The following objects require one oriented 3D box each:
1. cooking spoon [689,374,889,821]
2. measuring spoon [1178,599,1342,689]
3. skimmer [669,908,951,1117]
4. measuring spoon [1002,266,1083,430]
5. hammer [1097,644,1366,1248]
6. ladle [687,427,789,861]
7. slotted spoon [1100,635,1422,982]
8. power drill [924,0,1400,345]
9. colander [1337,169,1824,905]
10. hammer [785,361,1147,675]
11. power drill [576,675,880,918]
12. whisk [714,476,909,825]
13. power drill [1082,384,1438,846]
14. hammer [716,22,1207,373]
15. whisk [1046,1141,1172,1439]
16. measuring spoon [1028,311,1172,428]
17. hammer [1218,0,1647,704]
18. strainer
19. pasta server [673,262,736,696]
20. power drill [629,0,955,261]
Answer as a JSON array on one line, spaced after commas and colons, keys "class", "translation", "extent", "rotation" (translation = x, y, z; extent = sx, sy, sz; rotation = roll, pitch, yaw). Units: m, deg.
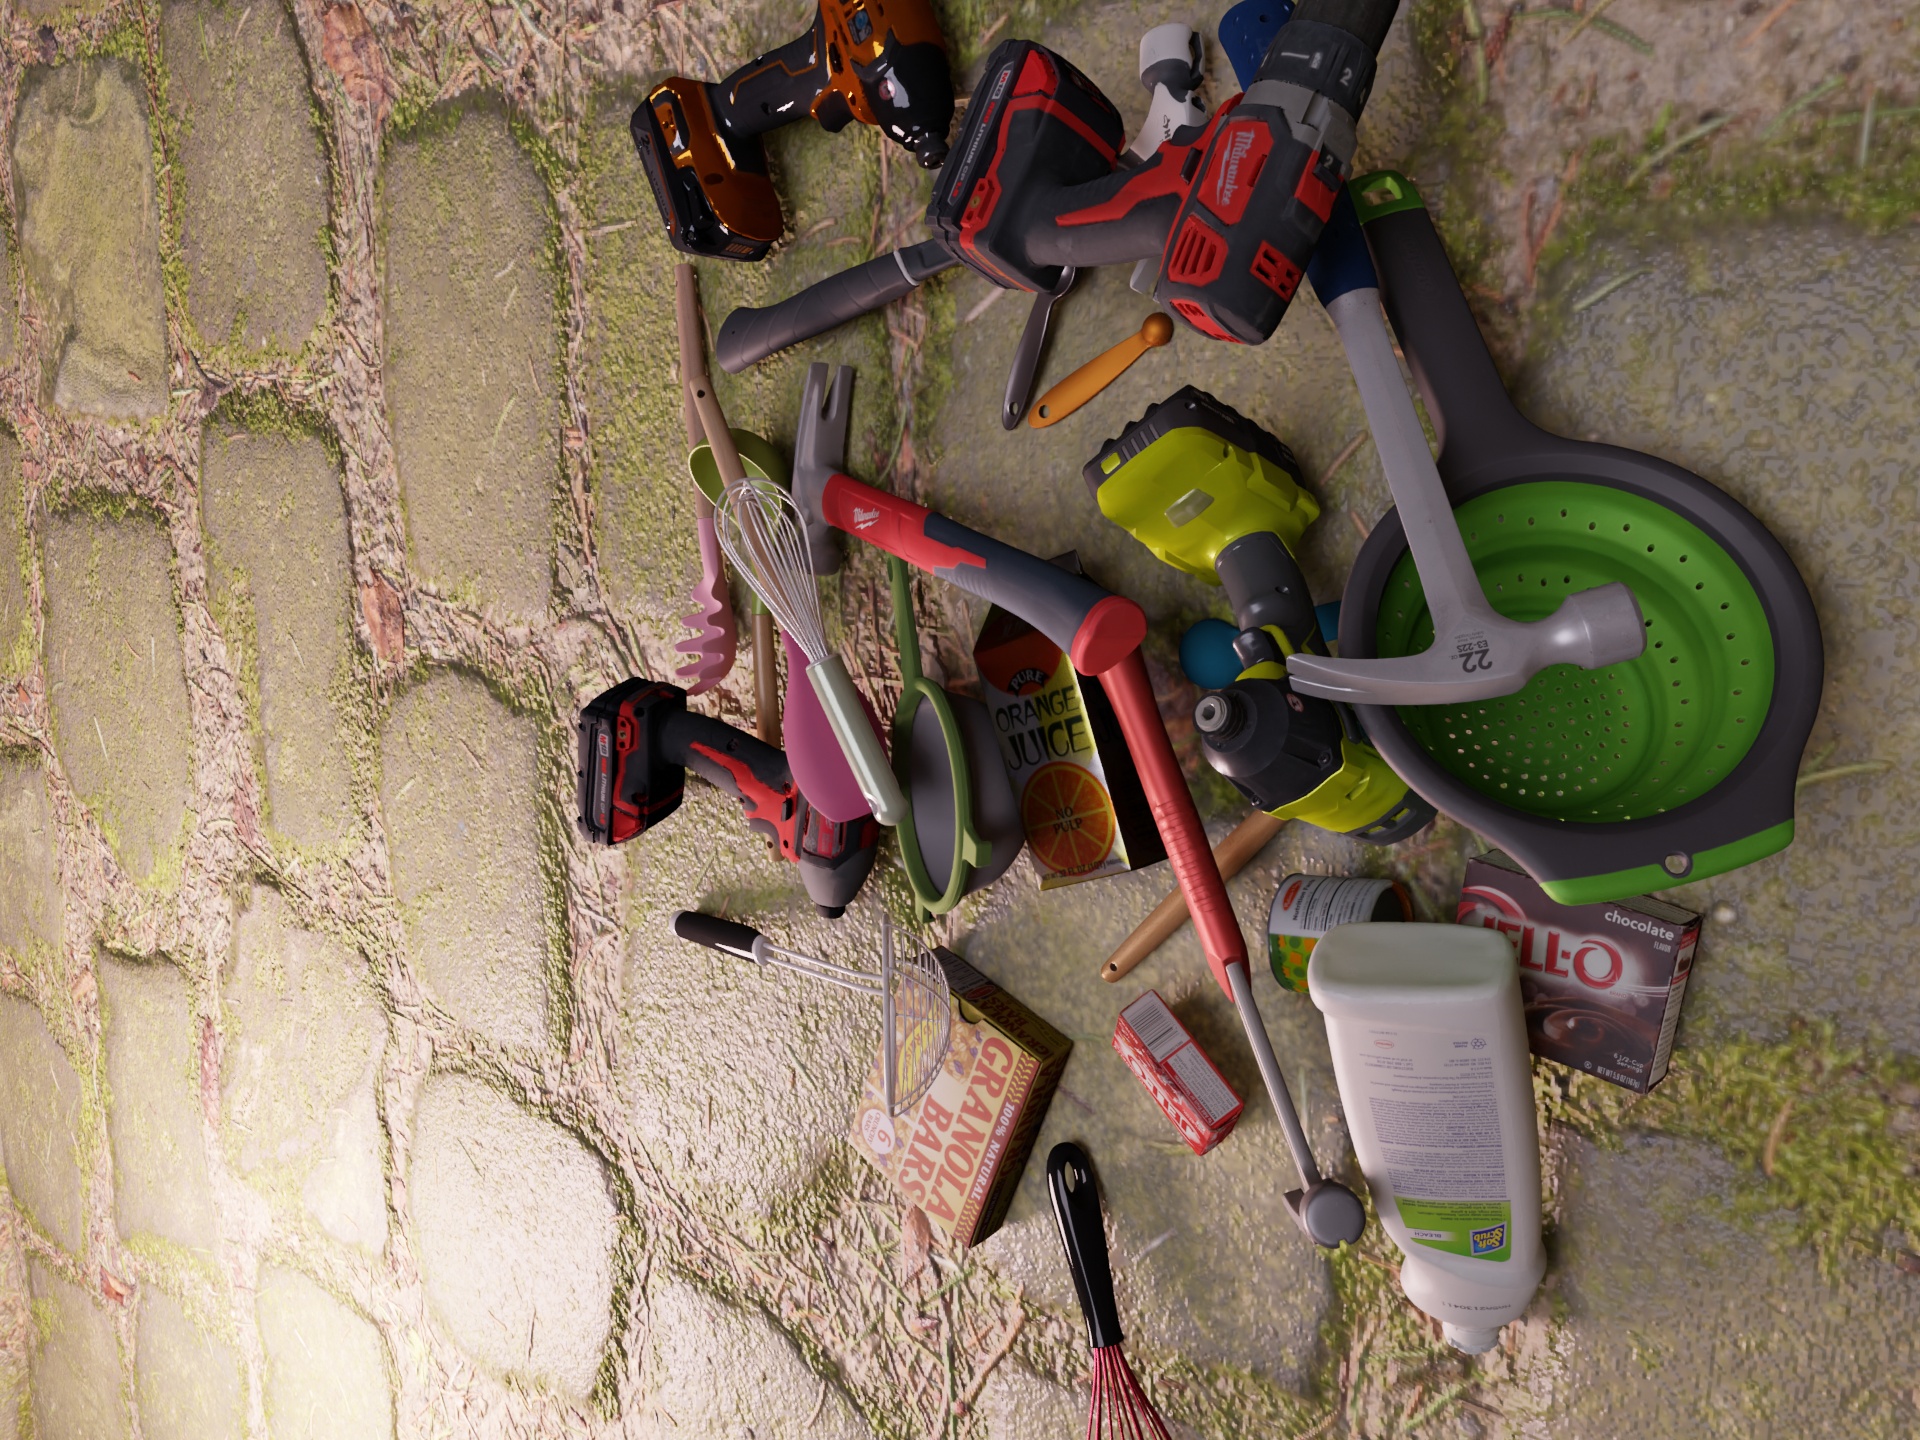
[{"class": "cooking spoon", "translation": [-0.123, -0.085, 1.065], "extent": [0.069, 0.017, 0.319], "rotation": [-22, 84, 10]}, {"class": "measuring spoon", "translation": [0.174, -0.047, 0.897], "extent": [0.128, 0.021, 0.042], "rotation": [-16, 88, 42]}, {"class": "skimmer", "translation": [-0.128, 0.177, 1.113], "extent": [0.363, 0.090, 0.127], "rotation": [7, 101, 49]}, {"class": "measuring spoon", "translation": [0.050, -0.235, 0.977], "extent": [0.034, 0.018, 0.124], "rotation": [46, 131, 36]}, {"class": "hammer", "translation": [0.141, 0.109, 0.890], "extent": [0.036, 0.149, 0.359], "rotation": [-20, 80, 2]}, {"class": "ladle", "translation": [-0.151, -0.049, 1.149], "extent": [0.078, 0.062, 0.320], "rotation": [7, 105, 36]}, {"class": "slotted spoon", "translation": [0.171, 0.060, 0.918], "extent": [0.070, 0.031, 0.313], "rotation": [53, 128, 21]}, {"class": "power drill", "translation": [0.101, -0.288, 0.782], "extent": [0.227, 0.080, 0.188], "rotation": [26, 93, 47]}, {"class": "colander", "translation": [0.259, -0.093, 0.774], "extent": [0.204, 0.094, 0.397], "rotation": [-15, 66, 2]}, {"class": "hammer", "translation": [-0.010, -0.119, 0.943], "extent": [0.387, 0.038, 0.143], "rotation": [32, 119, 56]}, {"class": "power drill", "translation": [-0.159, 0.055, 1.132], "extent": [0.220, 0.078, 0.143], "rotation": [13, 113, 18]}, {"class": "whisk", "translation": [-0.092, -0.045, 1.029], "extent": [0.246, 0.059, 0.058], "rotation": [65, 158, 1]}, {"class": "power drill", "translation": [0.146, -0.052, 0.796], "extent": [0.080, 0.171, 0.223], "rotation": [-37, 54, 30]}, {"class": "hammer", "translation": [-0.018, -0.284, 0.993], "extent": [0.409, 0.036, 0.149], "rotation": [-9, 75, 44]}, {"class": "whisk", "translation": [0.098, 0.420, 1.025], "extent": [0.073, 0.073, 0.296], "rotation": [-18, 81, 40]}, {"class": "measuring spoon", "translation": [0.080, -0.208, 0.954], "extent": [0.117, 0.011, 0.021], "rotation": [-30, 78, 39]}, {"class": "hammer", "translation": [0.183, -0.190, 0.757], "extent": [0.144, 0.035, 0.406], "rotation": [-15, 64, 9]}, {"class": "strainer", "translation": [-0.002, -0.003, 1.034], "extent": [0.151, 0.069, 0.257], "rotation": [124, 140, -63]}, {"class": "pasta server", "translation": [-0.197, -0.176, 1.175], "extent": [0.060, 0.040, 0.316], "rotation": [4, 100, 61]}, {"class": "power drill", "translation": [-0.102, -0.390, 1.032], "extent": [0.226, 0.084, 0.164], "rotation": [-25, 82, 36]}]
